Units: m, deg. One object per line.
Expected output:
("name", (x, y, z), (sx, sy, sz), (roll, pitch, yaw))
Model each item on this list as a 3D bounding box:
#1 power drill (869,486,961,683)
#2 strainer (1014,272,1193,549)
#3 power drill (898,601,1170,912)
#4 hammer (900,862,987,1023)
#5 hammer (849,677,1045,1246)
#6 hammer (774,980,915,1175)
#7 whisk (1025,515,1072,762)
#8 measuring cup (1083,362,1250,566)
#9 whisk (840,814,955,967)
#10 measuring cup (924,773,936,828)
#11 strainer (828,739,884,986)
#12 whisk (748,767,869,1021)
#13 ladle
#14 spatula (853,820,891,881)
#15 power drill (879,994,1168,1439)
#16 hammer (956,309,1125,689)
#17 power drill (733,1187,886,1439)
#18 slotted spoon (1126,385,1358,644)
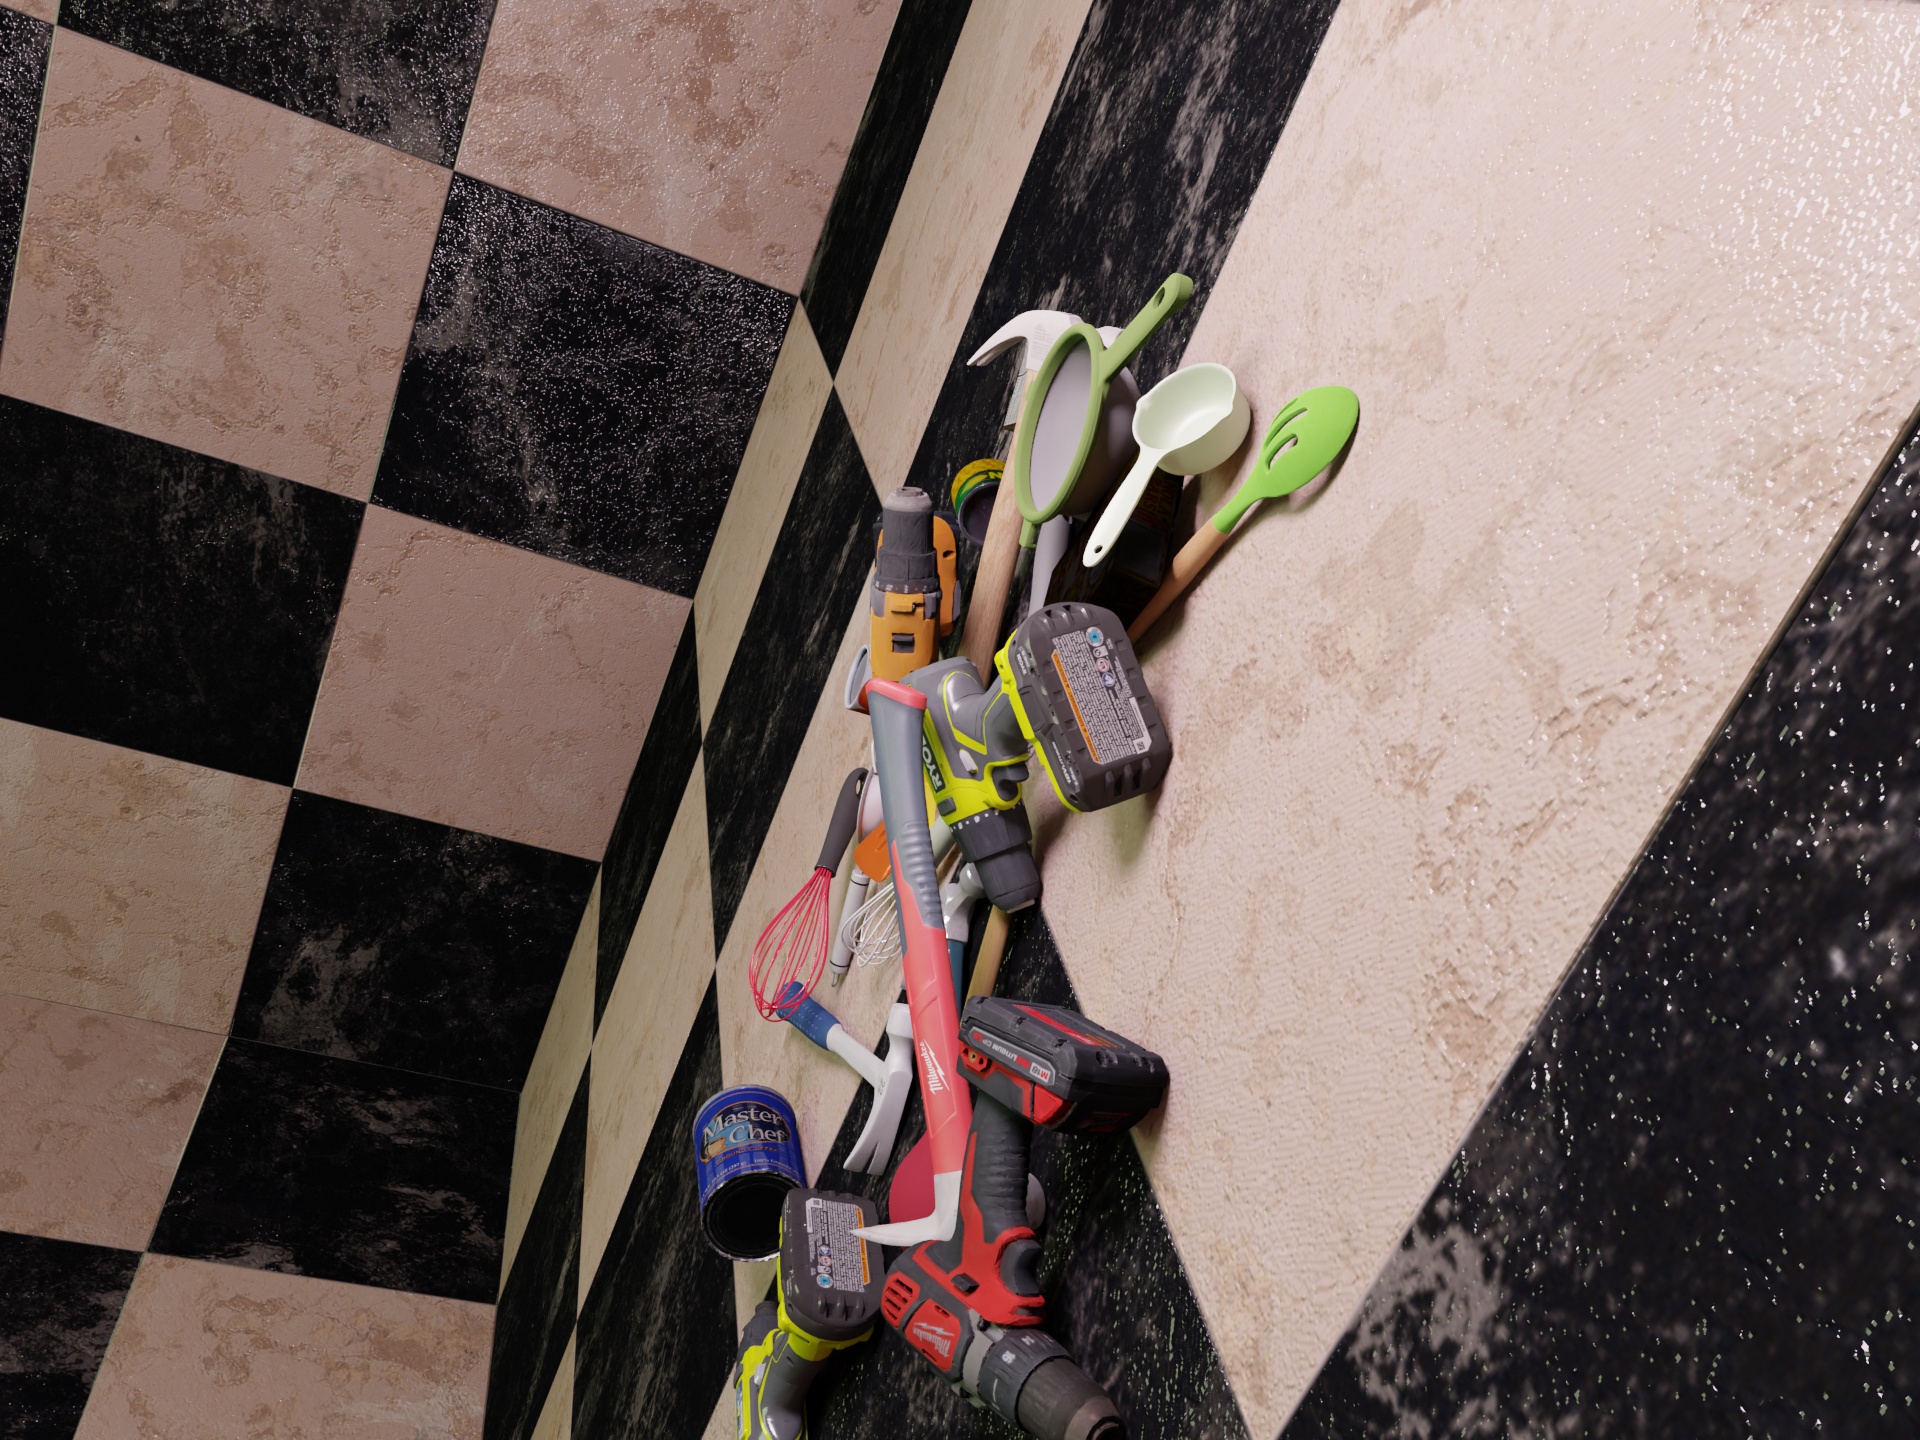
("power drill", (-0.043, -0.128, 1.394), (0.226, 0.084, 0.185), (-85, -3, -70))
("strainer", (0.118, -0.234, 1.145), (0.256, 0.069, 0.152), (137, 141, -59))
("power drill", (0.046, 0.028, 1.112), (0.228, 0.080, 0.190), (-32, 77, 60))
("hammer", (-0.010, 0.273, 1.201), (0.128, 0.033, 0.331), (127, 153, -46))
("hammer", (-0.037, 0.160, 1.100), (0.143, 0.038, 0.386), (-20, 70, 33))
("hammer", (-0.117, 0.304, 1.487), (0.405, 0.035, 0.144), (-178, 104, -72))
("whisk", (0.061, -0.075, 1.273), (0.055, 0.055, 0.239), (139, 146, -60))
("measuring cup", (0.134, -0.161, 1.055), (0.083, 0.038, 0.167), (19, 72, 47))
("whisk", (-0.037, 0.130, 1.386), (0.246, 0.057, 0.059), (-56, 17, 33))
("measuring cup", (-0.030, 0.075, 1.422), (0.029, 0.062, 0.156), (-75, -6, -75))
("strainer", (-0.092, 0.145, 1.547), (0.087, 0.050, 0.258), (-39, -35, -70))
("whisk", (-0.143, 0.168, 1.596), (0.073, 0.073, 0.296), (-47, 19, 54))
("ladle", (0.008, 0.230, 1.154), (0.069, 0.031, 0.316), (0, 61, 31))
("spatula", (-0.019, -0.006, 1.454), (0.081, 0.041, 0.322), (33, 105, 63))
("power drill", (0.045, 0.292, 0.922), (0.188, 0.080, 0.227), (18, 92, 52))
("hammer", (0.042, -0.186, 1.366), (0.031, 0.130, 0.331), (-15, -58, -59))
("power drill", (-0.135, 0.500, 1.313), (0.171, 0.080, 0.223), (-104, 32, -57))
("slotted spoon", (0.158, -0.112, 1.045), (0.313, 0.031, 0.070), (128, 155, -52))
